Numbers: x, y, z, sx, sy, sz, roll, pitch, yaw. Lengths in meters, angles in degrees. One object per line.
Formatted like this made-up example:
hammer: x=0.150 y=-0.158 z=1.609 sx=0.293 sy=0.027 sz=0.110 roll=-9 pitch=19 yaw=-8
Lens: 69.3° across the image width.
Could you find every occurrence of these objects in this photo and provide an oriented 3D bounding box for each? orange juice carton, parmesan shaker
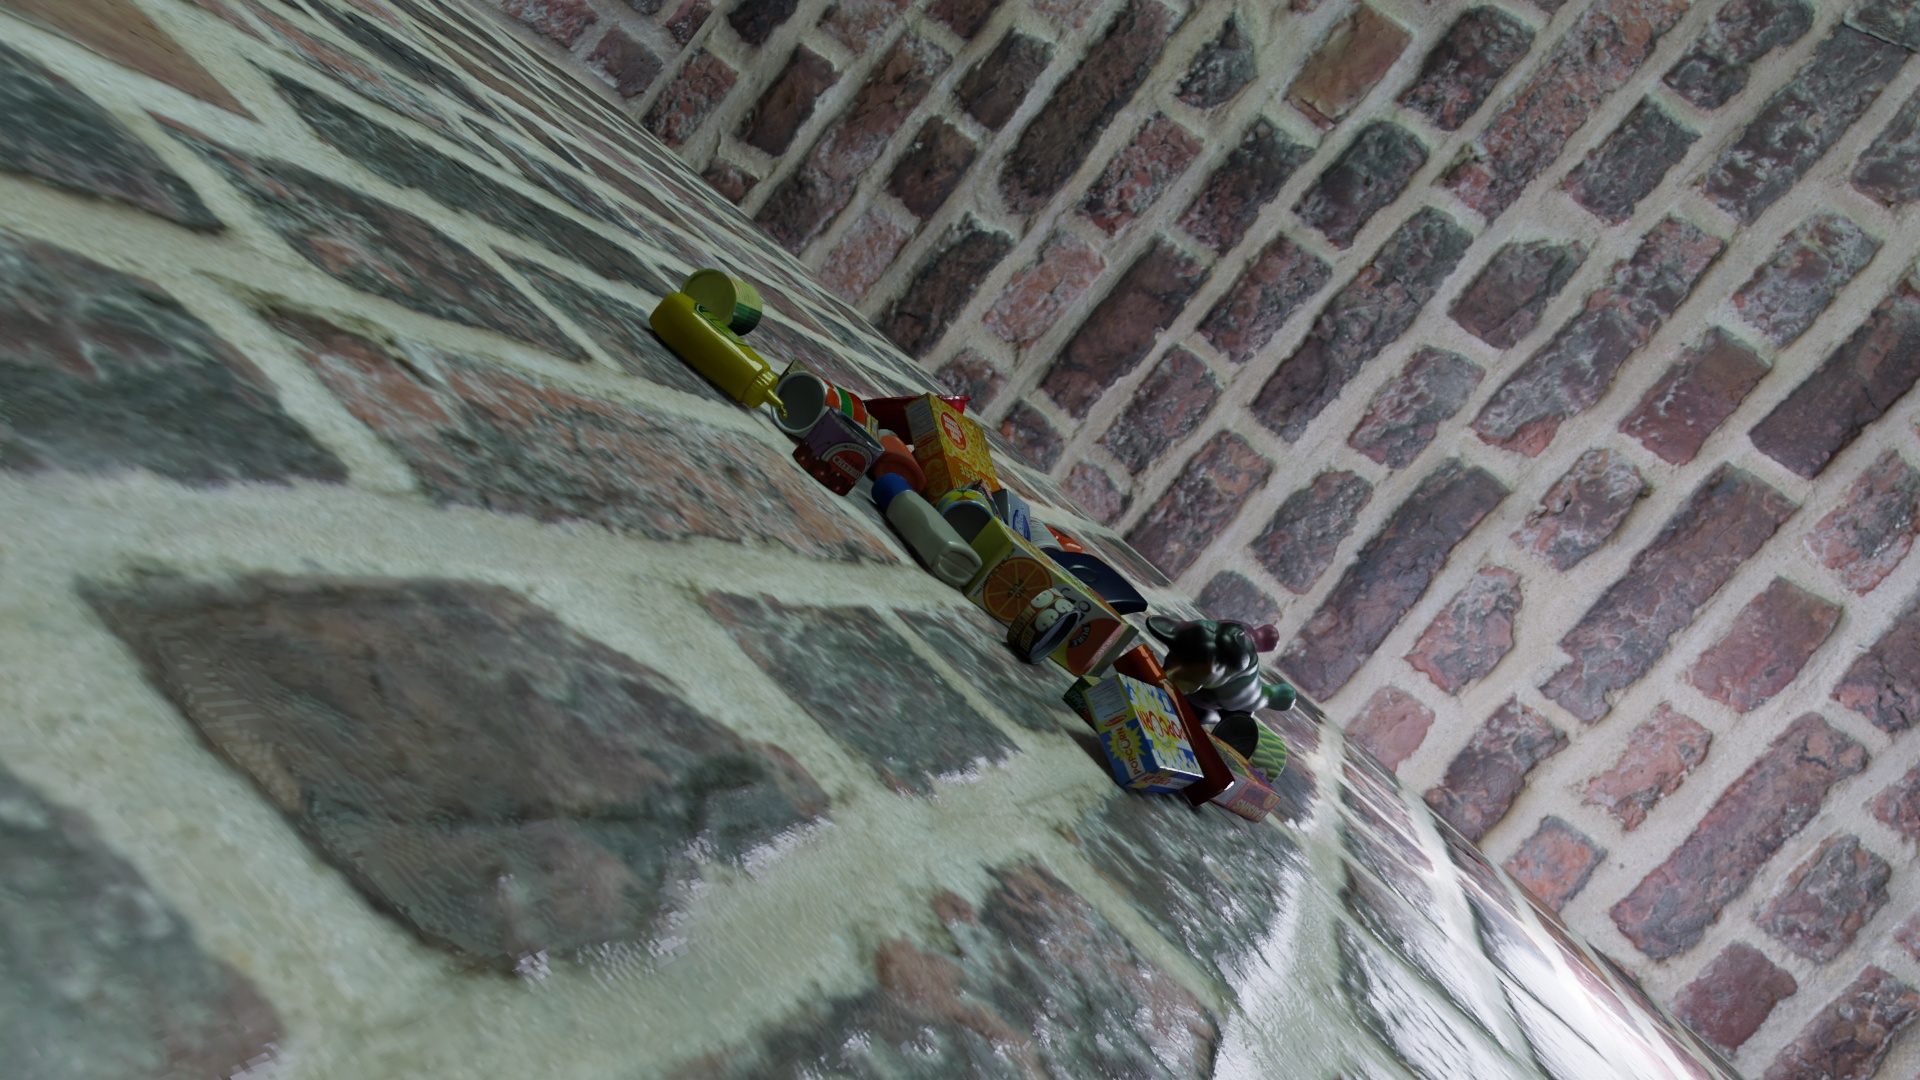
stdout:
orange juice carton: x=0.090 y=0.066 z=1.378 sx=0.192 sy=0.071 sz=0.073 roll=36 pitch=9 yaw=-22
parmesan shaker: x=-0.270 y=-0.266 z=1.580 sx=0.071 sy=0.071 sz=0.103 roll=41 pitch=7 yaw=5

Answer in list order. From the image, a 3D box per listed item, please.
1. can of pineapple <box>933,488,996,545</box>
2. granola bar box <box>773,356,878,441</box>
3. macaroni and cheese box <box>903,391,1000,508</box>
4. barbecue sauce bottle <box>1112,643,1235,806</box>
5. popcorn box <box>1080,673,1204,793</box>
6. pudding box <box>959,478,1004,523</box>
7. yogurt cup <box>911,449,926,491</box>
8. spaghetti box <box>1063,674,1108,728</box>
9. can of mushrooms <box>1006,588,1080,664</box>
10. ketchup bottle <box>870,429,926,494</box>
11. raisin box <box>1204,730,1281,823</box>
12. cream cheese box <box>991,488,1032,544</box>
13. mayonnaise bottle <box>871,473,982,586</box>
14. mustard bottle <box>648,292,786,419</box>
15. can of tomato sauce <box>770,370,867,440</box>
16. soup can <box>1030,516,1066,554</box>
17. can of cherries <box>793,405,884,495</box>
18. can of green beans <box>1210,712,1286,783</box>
can of pineapple: x=0.005 y=-0.018 z=1.458 sx=0.071 sy=0.071 sz=0.058 roll=38 pitch=8 yaw=-12
granola bar box: x=-0.150 y=-0.145 z=1.550 sx=0.124 sy=0.039 sz=0.166 roll=38 pitch=8 yaw=-11
macaroni and cheese box: x=-0.001 y=-0.076 z=1.616 sx=0.123 sy=0.040 sz=0.167 roll=28 pitch=40 yaw=-52
barbecue sauce bottle: x=0.191 y=0.165 z=1.255 sx=0.149 sy=0.043 sz=0.065 roll=60 pitch=14 yaw=12
popcorn box: x=0.154 y=0.164 z=1.163 sx=0.126 sy=0.038 sz=0.085 roll=26 pitch=39 yaw=-60
pudding box: x=0.022 y=-0.019 z=1.519 sx=0.083 sy=0.030 sz=0.050 roll=64 pitch=29 yaw=-14
yogurt cup: x=-0.031 y=-0.087 z=1.701 sx=0.072 sy=0.072 sz=0.054 roll=43 pitch=16 yaw=24
spaghetti box: x=0.160 y=0.161 z=1.335 sx=0.050 sy=0.028 sz=0.250 roll=44 pitch=9 yaw=21
can of mushrooms: x=0.074 y=0.079 z=1.265 sx=0.033 sy=0.071 sz=0.071 roll=43 pitch=8 yaw=19
ketchup bottle: x=-0.078 y=-0.092 z=1.574 sx=0.064 sy=0.043 sz=0.149 roll=38 pitch=8 yaw=-19
raisin box: x=0.255 y=0.226 z=1.374 sx=0.123 sy=0.040 sz=0.086 roll=32 pitch=10 yaw=-47
cream cheese box: x=0.059 y=-0.002 z=1.581 sx=0.053 sy=0.024 sz=0.104 roll=32 pitch=49 yaw=-50
mayonnaise bottle: x=-0.038 y=-0.014 z=1.348 sx=0.064 sy=0.041 sz=0.148 roll=33 pitch=9 yaw=-45
mustard bottle: x=-0.223 y=-0.172 z=1.330 sx=0.160 sy=0.048 sz=0.065 roll=40 pitch=9 yaw=4
can of tomato sauce: x=-0.144 y=-0.131 z=1.404 sx=0.071 sy=0.071 sz=0.083 roll=44 pitch=9 yaw=25
soup can: x=0.087 y=0.020 z=1.650 sx=0.071 sy=0.071 sz=0.084 roll=36 pitch=10 yaw=-27
can of cherries: x=-0.114 y=-0.083 z=1.310 sx=0.071 sy=0.058 sz=0.071 roll=40 pitch=7 yaw=-6
can of green beans: x=0.314 y=0.231 z=1.522 sx=0.057 sy=0.071 sz=0.071 roll=35 pitch=9 yaw=-35
